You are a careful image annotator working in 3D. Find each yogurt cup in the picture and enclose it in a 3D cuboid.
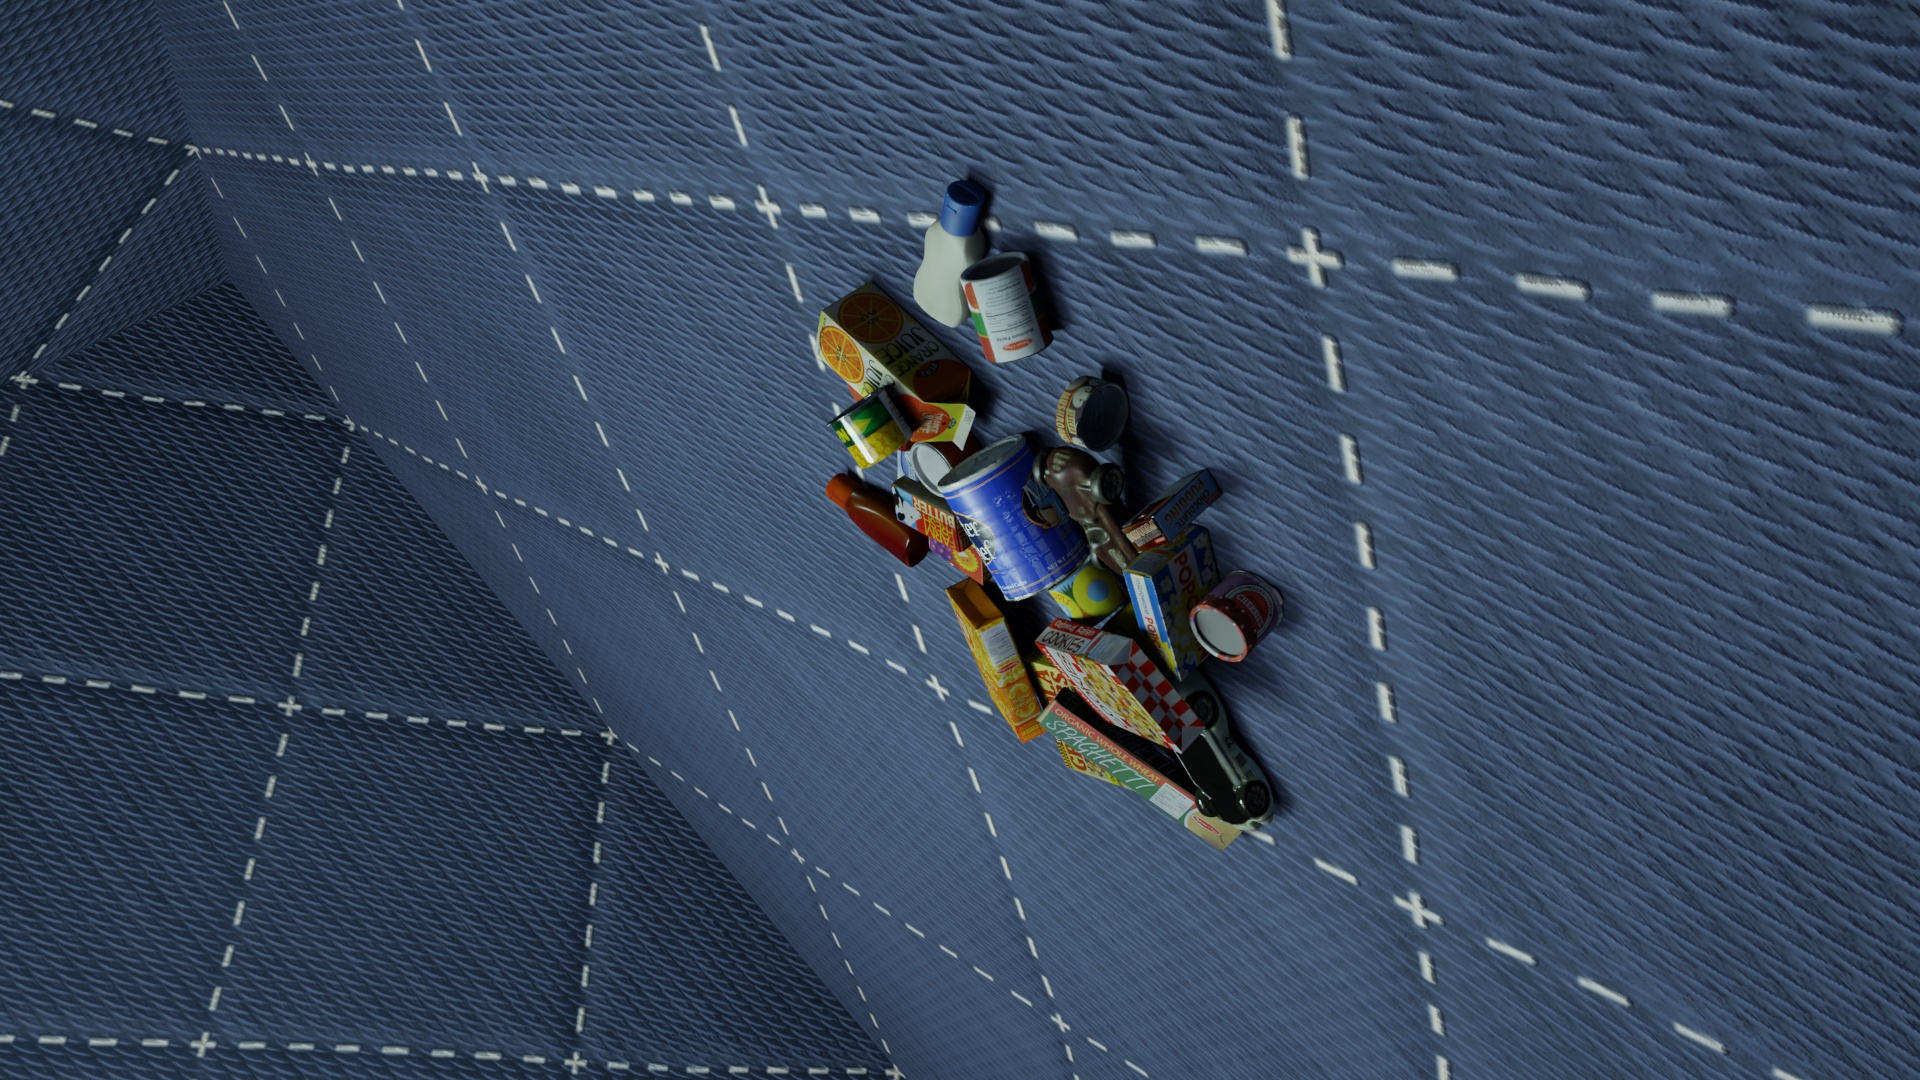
[{"bbox_3d":[-0.013,-0.089,1.498,0.072,0.054,0.072,34,146,28],"label":"yogurt cup"}]

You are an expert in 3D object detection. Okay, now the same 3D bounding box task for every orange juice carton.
[{"bbox_3d":[-0.059,-0.175,1.449,0.193,0.073,0.071,43,149,15],"label":"orange juice carton"}]

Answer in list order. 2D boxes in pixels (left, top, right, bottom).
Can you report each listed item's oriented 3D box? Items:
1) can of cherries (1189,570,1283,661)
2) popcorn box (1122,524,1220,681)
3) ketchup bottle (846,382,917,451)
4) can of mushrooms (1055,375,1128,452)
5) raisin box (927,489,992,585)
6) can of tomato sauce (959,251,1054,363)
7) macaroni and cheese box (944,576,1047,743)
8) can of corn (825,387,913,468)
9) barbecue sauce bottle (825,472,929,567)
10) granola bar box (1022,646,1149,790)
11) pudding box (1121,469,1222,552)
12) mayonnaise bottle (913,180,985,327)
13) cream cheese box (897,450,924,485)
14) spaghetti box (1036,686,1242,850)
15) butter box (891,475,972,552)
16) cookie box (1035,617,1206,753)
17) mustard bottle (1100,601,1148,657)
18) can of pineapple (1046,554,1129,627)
[{"bbox_3d":[0.257,0.070,1.291,0.071,0.058,0.071,35,146,28],"label":"can of cherries"},{"bbox_3d":[0.208,0.058,1.320,0.038,0.085,0.126,15,134,46],"label":"popcorn box"},{"bbox_3d":[-0.091,-0.167,1.523,0.149,0.043,0.064,46,116,19],"label":"ketchup bottle"},{"bbox_3d":[0.119,-0.116,1.270,0.033,0.071,0.070,23,140,42],"label":"can of mushrooms"},{"bbox_3d":[0.006,-0.020,1.563,0.086,0.040,0.122,33,146,28],"label":"raisin box"},{"bbox_3d":[0.042,-0.215,1.276,0.071,0.071,0.082,13,132,47],"label":"can of tomato sauce"},{"bbox_3d":[0.044,0.139,1.636,0.165,0.040,0.124,67,172,-26],"label":"macaroni and cheese box"},{"bbox_3d":[-0.092,-0.113,1.416,0.058,0.071,0.071,56,150,-12],"label":"can of corn"},{"bbox_3d":[-0.103,-0.030,1.697,0.149,0.044,0.064,36,147,26],"label":"barbecue sauce bottle"},{"bbox_3d":[0.151,0.203,1.601,0.124,0.039,0.165,10,131,48],"label":"granola bar box"},{"bbox_3d":[0.191,-0.026,1.253,0.030,0.084,0.049,55,150,-7],"label":"pudding box"},{"bbox_3d":[-0.006,-0.271,1.307,0.065,0.041,0.147,40,147,17],"label":"mayonnaise bottle"},{"bbox_3d":[-0.046,-0.089,1.574,0.053,0.024,0.103,37,147,27],"label":"cream cheese box"},{"bbox_3d":[0.200,0.251,1.534,0.250,0.029,0.050,35,135,4],"label":"spaghetti box"},{"bbox_3d":[-0.031,-0.030,1.537,0.103,0.024,0.052,28,141,36],"label":"butter box"},{"bbox_3d":[0.155,0.142,1.384,0.122,0.040,0.167,49,167,-17],"label":"cookie box"},{"bbox_3d":[0.187,0.089,1.419,0.065,0.049,0.159,44,150,10],"label":"mustard bottle"},{"bbox_3d":[0.131,0.054,1.438,0.058,0.071,0.070,53,150,-2],"label":"can of pineapple"}]
